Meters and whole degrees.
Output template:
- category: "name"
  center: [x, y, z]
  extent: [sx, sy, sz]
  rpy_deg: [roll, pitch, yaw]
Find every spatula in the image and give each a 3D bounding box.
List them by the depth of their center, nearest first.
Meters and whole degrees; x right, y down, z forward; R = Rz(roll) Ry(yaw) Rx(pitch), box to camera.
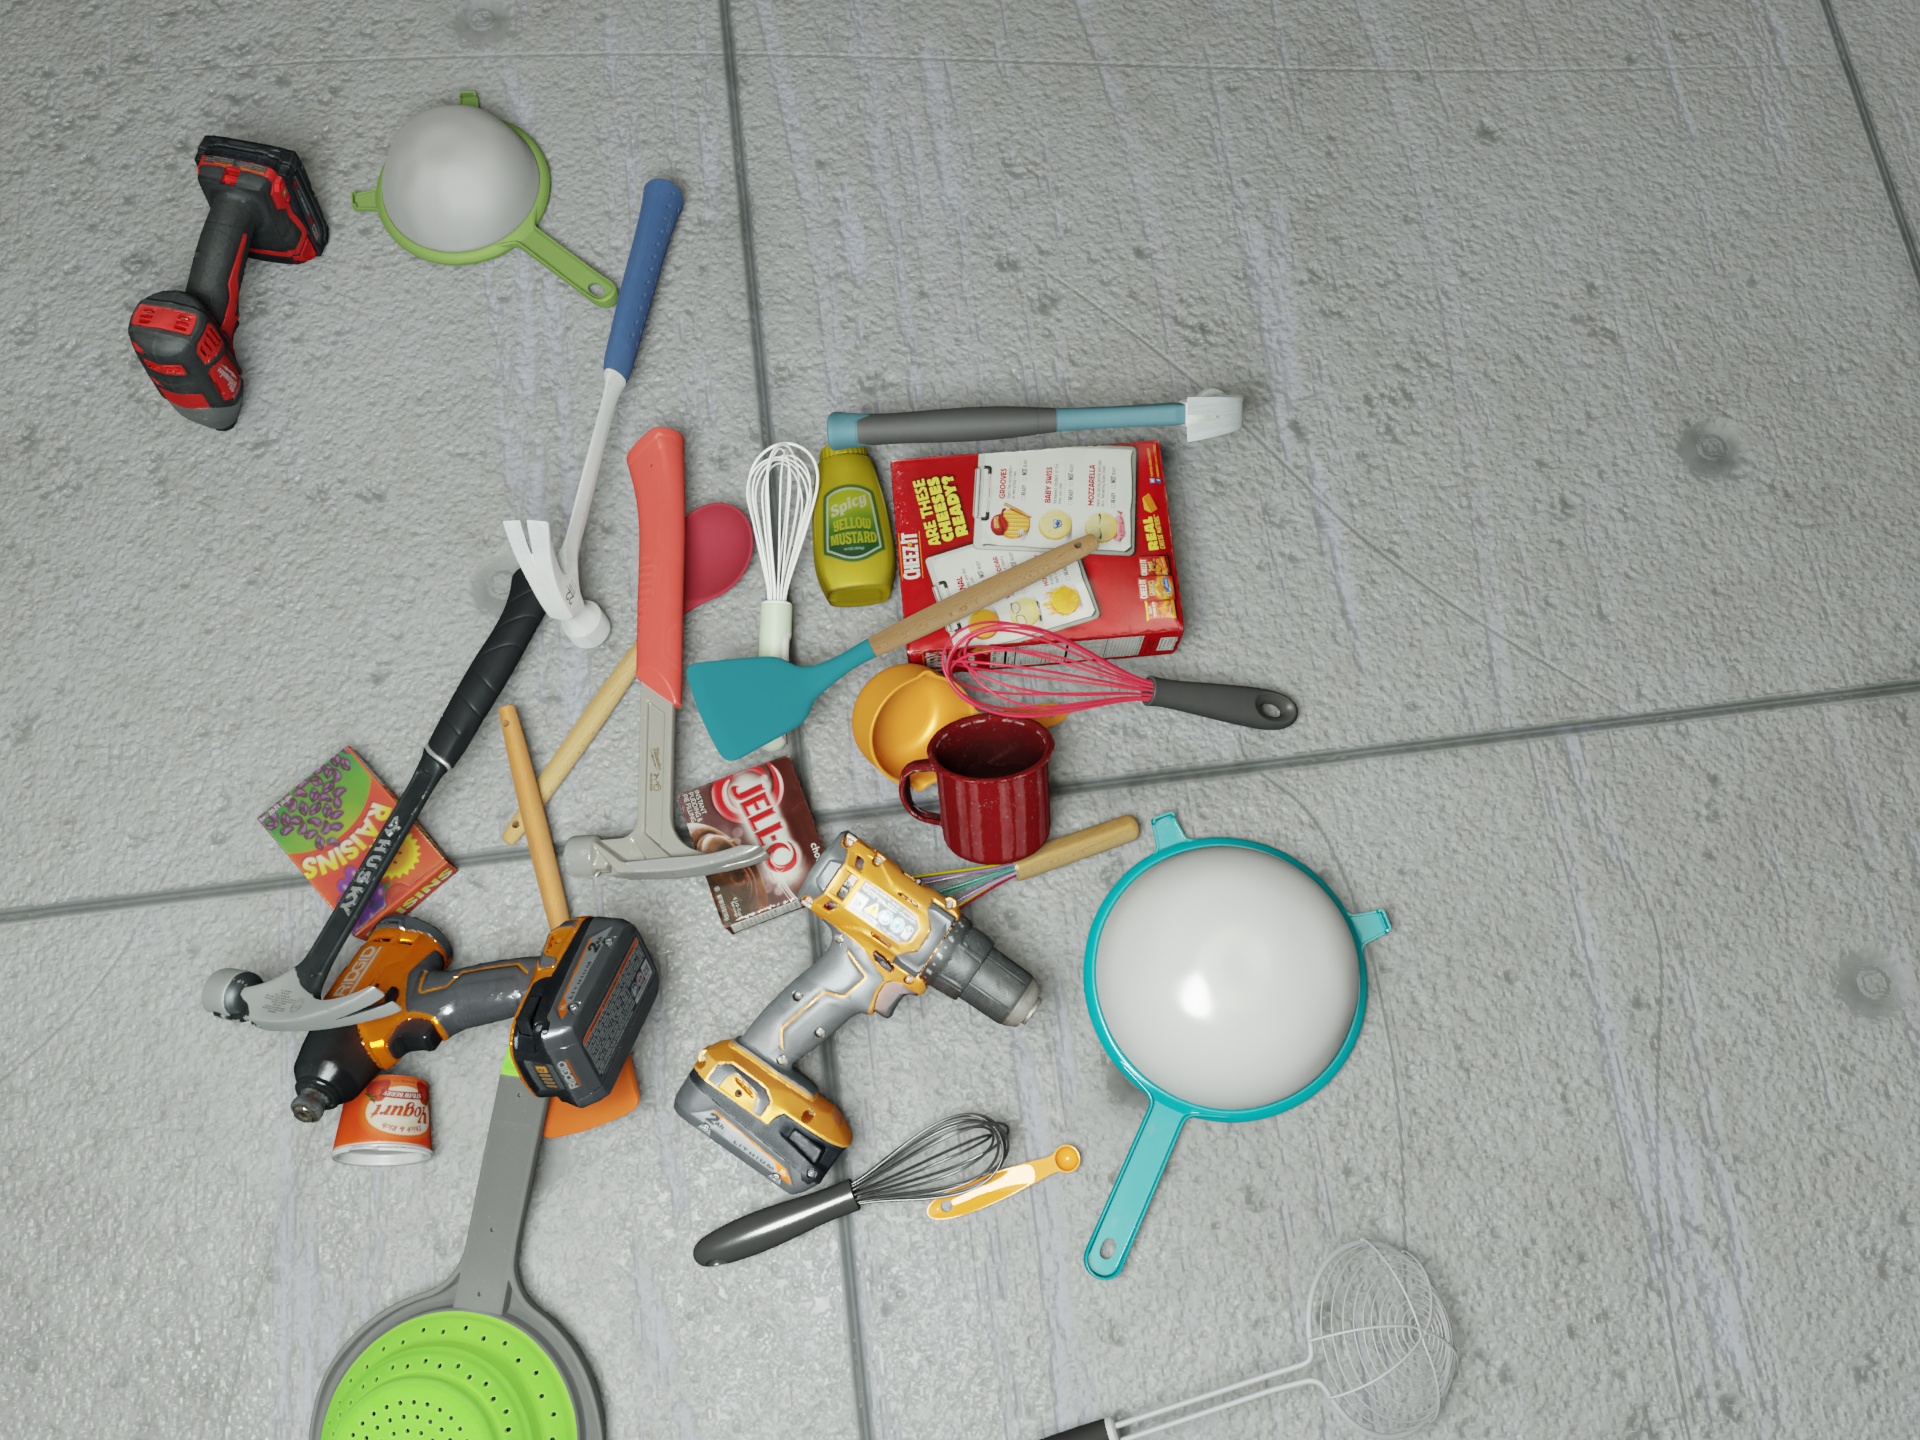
- category: "spatula"
  center: [-0.302, 0.139, 1.171]
  extent: [0.081, 0.041, 0.323]
  rpy_deg: [-20, 78, 13]
- category: "spatula"
  center: [-0.043, -0.067, 1.173]
  extent: [0.317, 0.044, 0.082]
  rpy_deg: [-26, 71, 2]

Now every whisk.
- category: "whisk"
  center: [-0.076, 0.335, 1.121]
  extent: [0.239, 0.055, 0.055]
  rpy_deg: [-21, 74, -2]
- category: "whisk"
  center: [0.020, 0.121, 1.190]
  extent: [0.245, 0.051, 0.047]
  rpy_deg: [-18, 78, -11]
- category: "whisk"
  center: [0.123, -0.024, 1.193]
  extent: [0.295, 0.073, 0.073]
  rpy_deg: [8, 72, -19]
- category: "whisk"
  center: [-0.142, -0.098, 1.241]
  extent: [0.059, 0.057, 0.246]
  rpy_deg: [0, 83, 12]

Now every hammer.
- category: "hammer"
  center: [-0.386, 0.042, 1.158]
  extent: [0.149, 0.036, 0.409]
  rpy_deg: [3, 54, 27]
- category: "hammer"
  center: [-0.220, -0.058, 1.211]
  extent: [0.149, 0.036, 0.359]
  rpy_deg: [-5, 71, 8]
- category: "hammer"
  center: [0.061, -0.236, 1.253]
  extent: [0.331, 0.128, 0.033]
  rpy_deg: [-4, 105, -2]
- category: "hammer"
  center: [-0.280, -0.269, 1.274]
  extent: [0.035, 0.144, 0.406]
  rpy_deg: [3, 66, 11]

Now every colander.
- category: "colander"
  center: [-0.332, 0.402, 1.054]
  extent: [0.204, 0.094, 0.397]
  rpy_deg: [7, 77, 5]

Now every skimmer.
- category: "skimmer"
  center: [0.164, 0.464, 1.089]
  extent: [0.363, 0.090, 0.127]
  rpy_deg: [-20, 77, 4]

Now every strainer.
- category: "strainer"
  center: [0.169, 0.233, 1.125]
  extent: [0.211, 0.095, 0.340]
  rpy_deg: [25, 73, 7]
- category: "strainer"
  center: [-0.391, -0.438, 1.343]
  extent: [0.256, 0.069, 0.151]
  rpy_deg: [38, 76, 12]

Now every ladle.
- category: "ladle"
  center: [-0.262, -0.036, 1.243]
  extent: [0.069, 0.031, 0.315]
  rpy_deg: [30, 77, 12]

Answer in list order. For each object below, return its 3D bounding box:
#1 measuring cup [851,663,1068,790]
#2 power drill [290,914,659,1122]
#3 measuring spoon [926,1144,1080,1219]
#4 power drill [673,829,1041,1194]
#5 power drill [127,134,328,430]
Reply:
- category: "measuring cup"
  center: [-0.002, -0.004, 1.222]
  extent: [0.173, 0.052, 0.095]
  rpy_deg: [-7, 111, -29]
- category: "power drill"
  center: [-0.338, 0.206, 1.082]
  extent: [0.226, 0.084, 0.164]
  rpy_deg: [-3, 37, 18]
- category: "measuring spoon"
  center: [0.031, 0.332, 1.140]
  extent: [0.117, 0.011, 0.021]
  rpy_deg: [-21, 73, -3]
- category: "power drill"
  center: [-0.069, 0.217, 1.113]
  extent: [0.185, 0.084, 0.226]
  rpy_deg: [34, 88, 4]
- category: "power drill"
  center: [-0.591, -0.346, 1.285]
  extent: [0.078, 0.143, 0.220]
  rpy_deg: [10, 67, -2]
